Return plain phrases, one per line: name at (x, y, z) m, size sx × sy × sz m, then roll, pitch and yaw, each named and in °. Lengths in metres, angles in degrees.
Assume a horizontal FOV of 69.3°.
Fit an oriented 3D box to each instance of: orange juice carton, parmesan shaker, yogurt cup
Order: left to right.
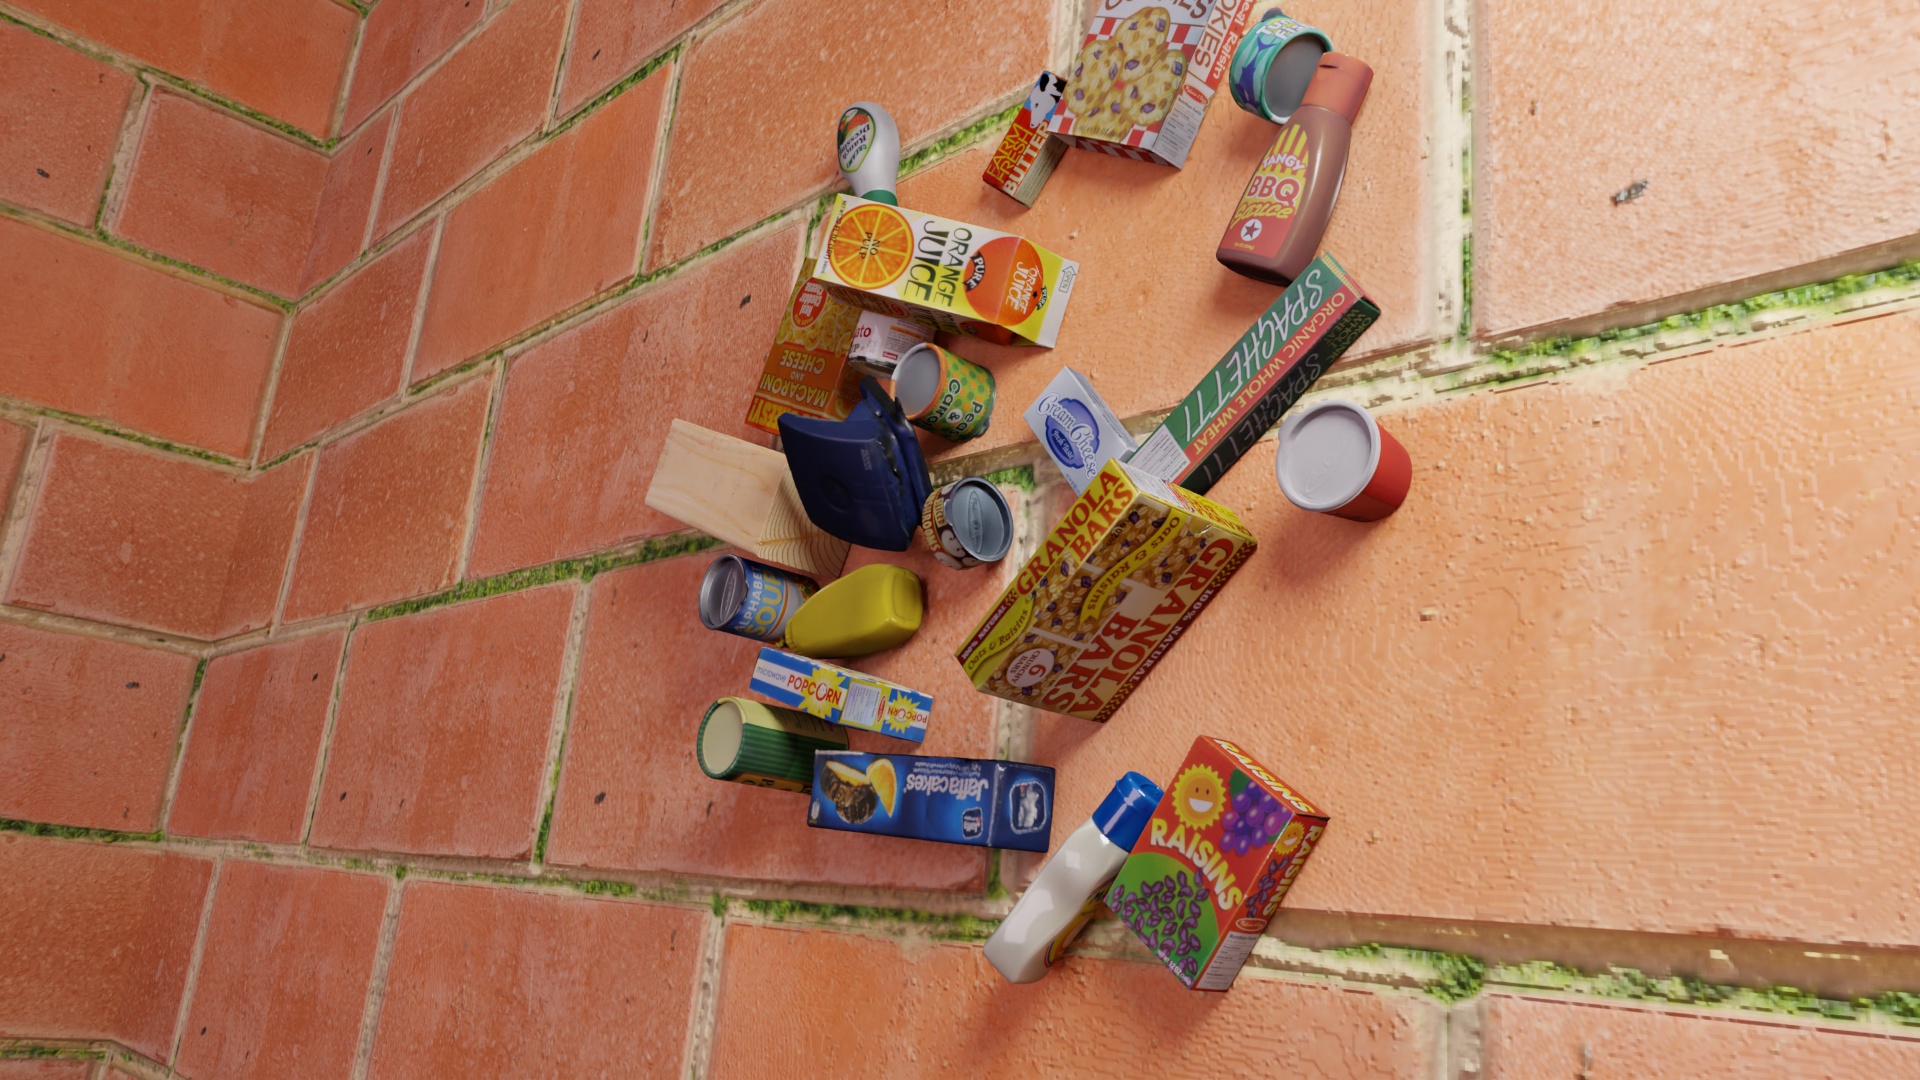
parmesan shaker at (-0.152, 0.164, 1.110) m, size 0.071 × 0.103 × 0.071 m, roll -20°, pitch 61°, yaw 42°
orange juice carton at (-0.009, -0.206, 1.087) m, size 0.193 × 0.073 × 0.072 m, roll 16°, pitch 87°, yaw 10°
yogurt cup at (0.228, -0.043, 0.817) m, size 0.072 × 0.054 × 0.072 m, roll -20°, pitch 61°, yaw 42°

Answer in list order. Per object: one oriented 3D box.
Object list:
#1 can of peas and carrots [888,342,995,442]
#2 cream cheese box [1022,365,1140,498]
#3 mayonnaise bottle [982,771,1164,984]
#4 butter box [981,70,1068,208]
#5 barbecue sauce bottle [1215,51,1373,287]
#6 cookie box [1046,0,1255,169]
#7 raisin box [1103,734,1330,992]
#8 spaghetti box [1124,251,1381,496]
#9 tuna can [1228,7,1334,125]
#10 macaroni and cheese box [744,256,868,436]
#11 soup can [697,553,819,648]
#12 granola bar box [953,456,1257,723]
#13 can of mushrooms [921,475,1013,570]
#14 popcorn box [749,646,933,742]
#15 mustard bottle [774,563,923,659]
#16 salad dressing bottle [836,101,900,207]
can of peas and carrots at (-0.014, -0.116, 1.106) m, size 0.070 × 0.059 × 0.071 m, roll -20°, pitch 61°, yaw 42°
cream cheese box at (0.089, -0.076, 1.005) m, size 0.053 × 0.024 × 0.104 m, roll -50°, pitch 45°, yaw 20°
mayonnaise bottle at (0.076, 0.213, 0.878) m, size 0.041 × 0.065 × 0.147 m, roll 42°, pitch 103°, yaw 25°
butter box at (0.062, -0.327, 1.132) m, size 0.103 × 0.024 × 0.053 m, roll -58°, pitch 43°, yaw 14°
barbecue sauce bottle at (0.224, -0.243, 0.910) m, size 0.065 × 0.043 × 0.148 m, roll 28°, pitch 96°, yaw 50°
cookie box at (0.148, -0.372, 1.046) m, size 0.123 × 0.040 × 0.167 m, roll 30°, pitch 99°, yaw 49°
raisin box at (0.150, 0.190, 0.822) m, size 0.086 × 0.040 × 0.123 m, roll 39°, pitch 105°, yaw 48°
spaghetti box at (0.170, -0.079, 0.914) m, size 0.249 × 0.028 × 0.050 m, roll -48°, pitch 46°, yaw 24°
tuna can at (0.216, -0.316, 0.928) m, size 0.071 × 0.071 × 0.033 m, roll -58°, pitch 44°, yaw 14°
macaroni and cheese box at (-0.123, -0.168, 1.259) m, size 0.124 × 0.040 × 0.166 m, roll 20°, pitch 90°, yaw 49°
soup can at (-0.170, 0.053, 1.189) m, size 0.071 × 0.084 × 0.071 m, roll -20°, pitch 62°, yaw 42°
granola bar box at (0.093, 0.037, 0.879) m, size 0.165 × 0.124 × 0.039 m, roll -53°, pitch 44°, yaw 19°
can of mushrooms at (0.004, -0.013, 1.037) m, size 0.033 × 0.071 × 0.071 m, roll -20°, pitch 61°, yaw 44°
popcorn box at (-0.094, 0.119, 1.079) m, size 0.126 × 0.085 × 0.038 m, roll 11°, pitch 83°, yaw 49°
mustard bottle at (-0.098, 0.066, 1.132) m, size 0.160 × 0.049 × 0.065 m, roll -21°, pitch 58°, yaw 42°
salad dressing bottle at (-0.081, -0.337, 1.277) m, size 0.064 × 0.044 × 0.148 m, roll -33°, pitch 53°, yaw 33°
